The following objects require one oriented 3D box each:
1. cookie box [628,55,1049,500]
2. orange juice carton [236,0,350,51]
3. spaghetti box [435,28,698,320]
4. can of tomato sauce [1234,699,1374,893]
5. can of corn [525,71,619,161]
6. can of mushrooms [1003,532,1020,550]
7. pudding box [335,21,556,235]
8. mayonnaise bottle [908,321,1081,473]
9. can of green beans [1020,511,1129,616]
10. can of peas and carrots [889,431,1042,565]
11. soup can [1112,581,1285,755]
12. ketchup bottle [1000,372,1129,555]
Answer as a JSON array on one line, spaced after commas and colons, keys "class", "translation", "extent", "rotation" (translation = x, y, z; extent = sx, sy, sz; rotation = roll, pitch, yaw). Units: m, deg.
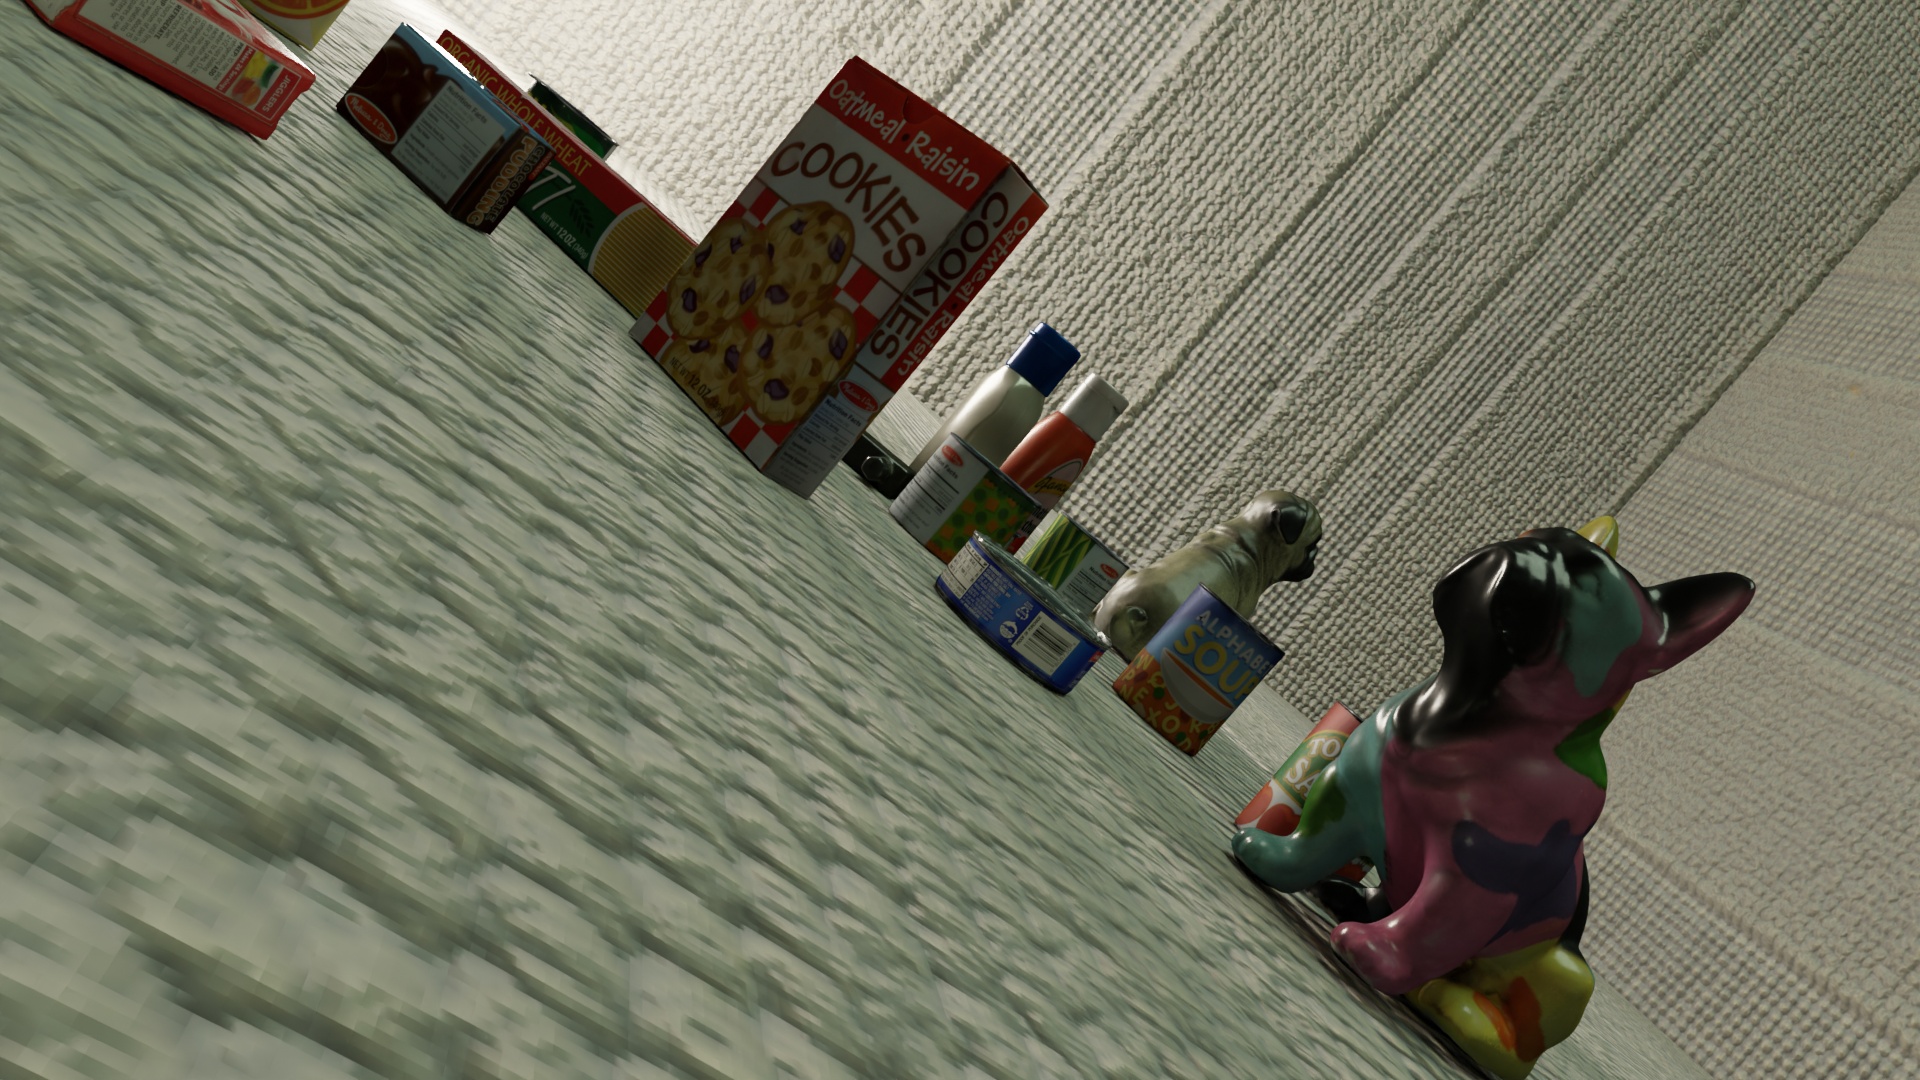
[{"class": "cookie box", "translation": [-0.058, -0.121, 0.622], "extent": [0.123, 0.167, 0.040], "rotation": [43, 6, 35]}, {"class": "orange juice carton", "translation": [-0.299, -0.344, 0.669], "extent": [0.072, 0.192, 0.073], "rotation": [42, 5, 28]}, {"class": "spaghetti box", "translation": [-0.228, -0.204, 0.773], "extent": [0.250, 0.050, 0.028], "rotation": [42, 5, 24]}, {"class": "can of tomato sauce", "translation": [0.188, 0.132, 0.696], "extent": [0.071, 0.083, 0.071], "rotation": [40, 5, -4]}, {"class": "can of corn", "translation": [-0.270, -0.260, 0.907], "extent": [0.071, 0.058, 0.071], "rotation": [40, 5, -4]}, {"class": "can of mushrooms", "translation": [0.003, -0.011, 0.871], "extent": [0.071, 0.033, 0.071], "rotation": [40, 5, -4]}, {"class": "pudding box", "translation": [-0.221, -0.177, 0.596], "extent": [0.084, 0.049, 0.030], "rotation": [41, 5, 16]}, {"class": "mayonnaise bottle", "translation": [0.020, -0.078, 0.928], "extent": [0.041, 0.148, 0.065], "rotation": [38, 5, -28]}, {"class": "can of green beans", "translation": [0.082, 0.021, 1.032], "extent": [0.071, 0.058, 0.071], "rotation": [40, 5, -4]}, {"class": "can of peas and carrots", "translation": [0.004, -0.018, 0.796], "extent": [0.071, 0.058, 0.071], "rotation": [40, 5, -4]}, {"class": "soup can", "translation": [0.143, 0.078, 0.831], "extent": [0.071, 0.083, 0.071], "rotation": [40, 5, -4]}, {"class": "ketchup bottle", "translation": [0.059, -0.054, 0.998], "extent": [0.043, 0.148, 0.064], "rotation": [43, 5, 30]}]
